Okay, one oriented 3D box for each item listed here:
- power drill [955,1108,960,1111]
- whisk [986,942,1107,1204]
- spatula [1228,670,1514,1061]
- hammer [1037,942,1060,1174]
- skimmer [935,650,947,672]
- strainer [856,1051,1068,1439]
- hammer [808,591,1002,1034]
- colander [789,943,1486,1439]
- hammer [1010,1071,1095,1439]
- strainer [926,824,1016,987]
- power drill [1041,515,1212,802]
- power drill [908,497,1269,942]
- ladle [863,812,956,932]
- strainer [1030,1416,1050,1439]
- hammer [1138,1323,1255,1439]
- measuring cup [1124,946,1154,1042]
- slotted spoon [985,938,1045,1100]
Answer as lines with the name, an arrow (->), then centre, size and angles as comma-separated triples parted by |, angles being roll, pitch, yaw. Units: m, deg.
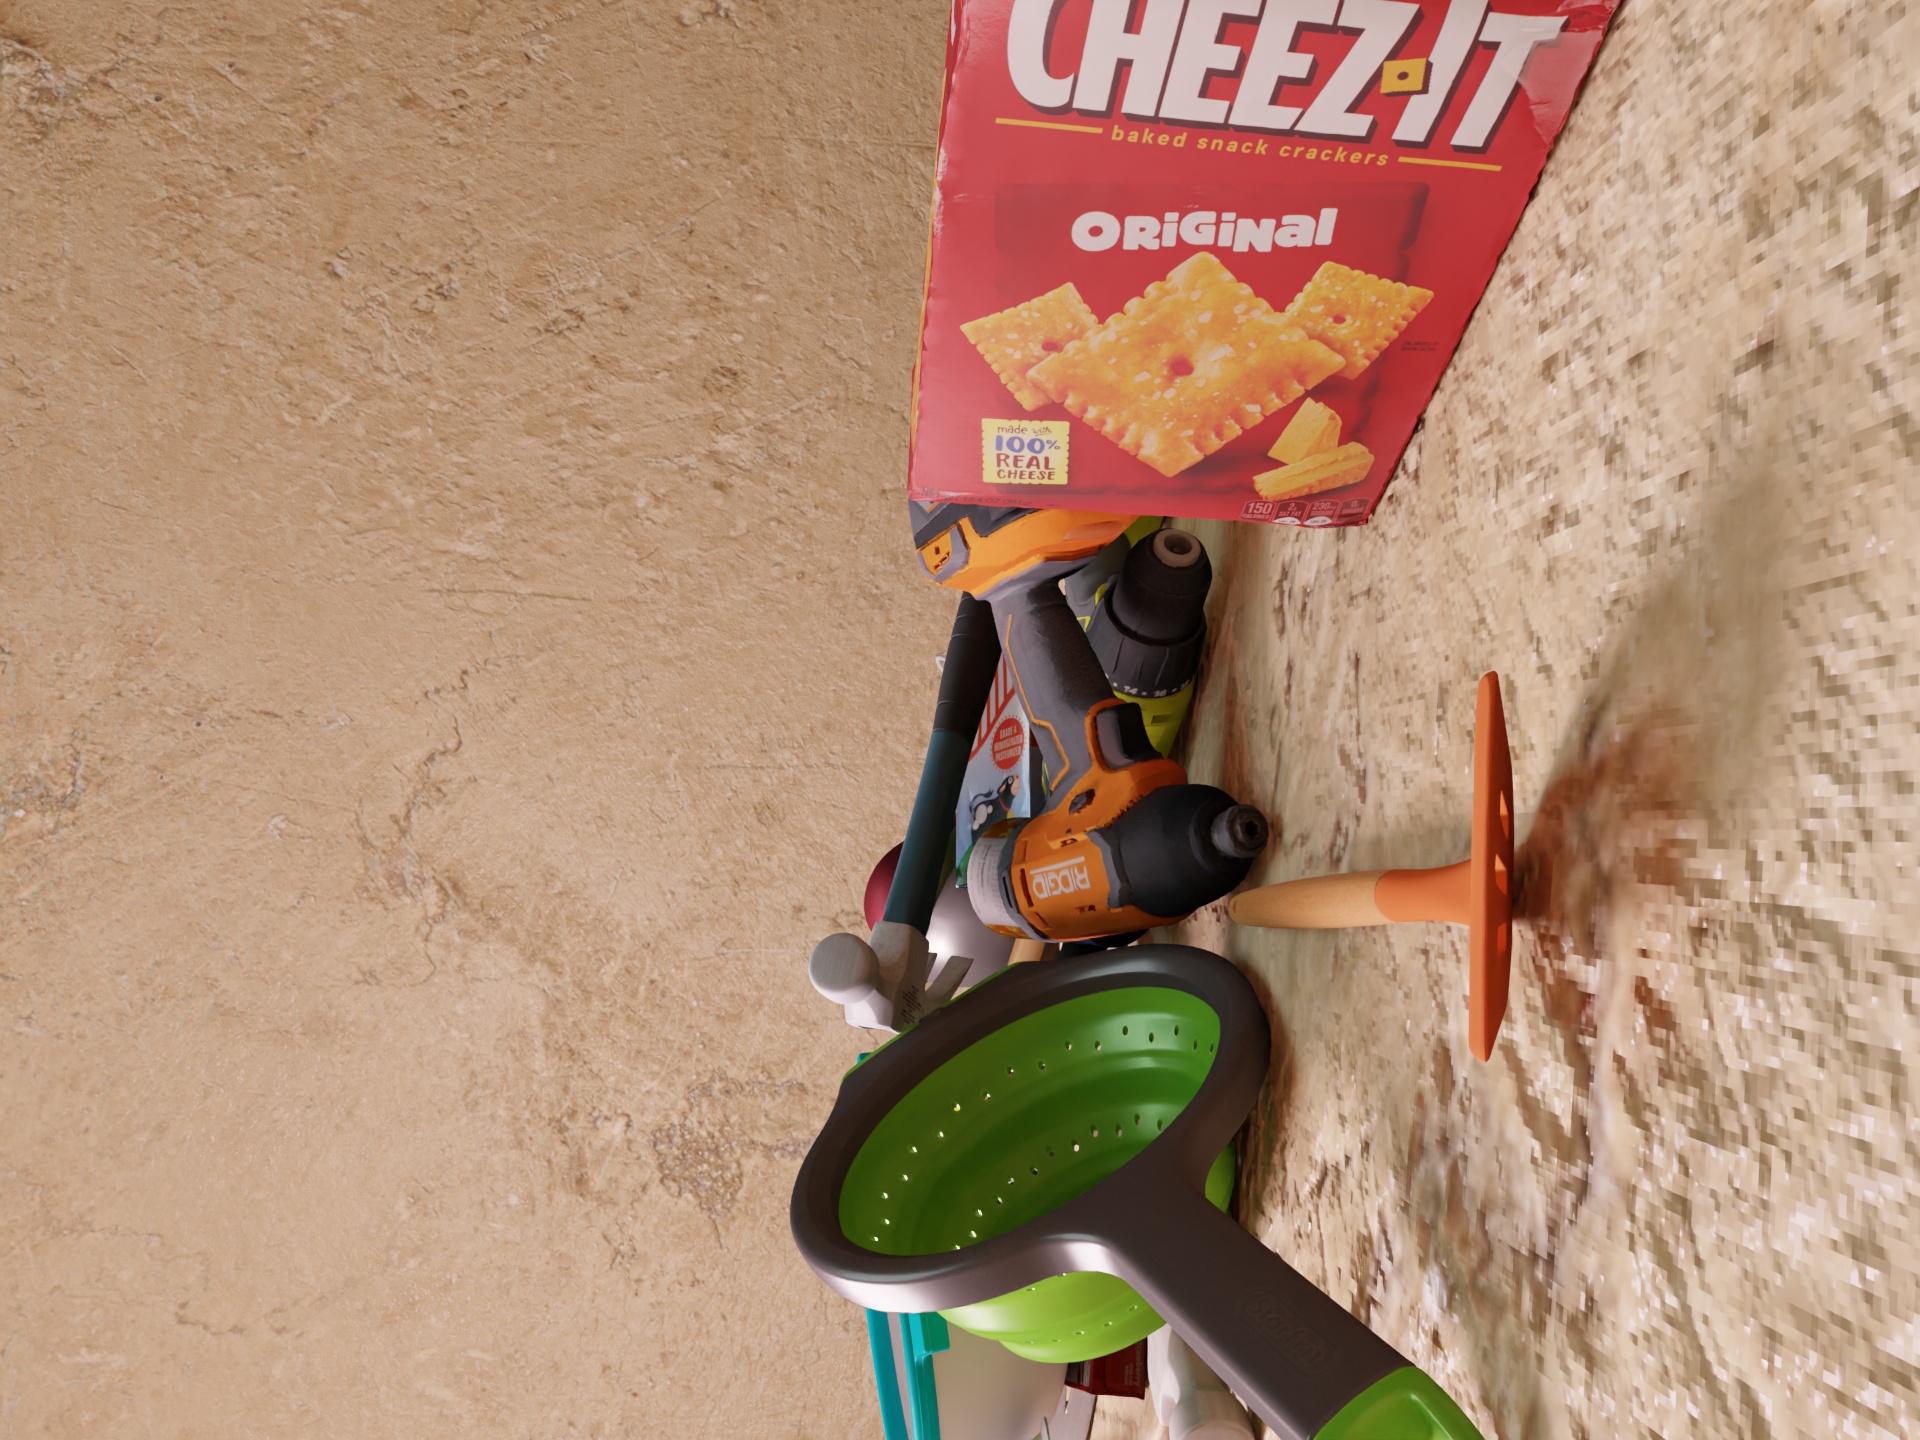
power drill -> 0.016, 0.375, 1.263 | 0.223, 0.080, 0.171 | -94, 9, -45
whisk -> 0.053, 0.153, 0.827 | 0.057, 0.059, 0.246 | 62, -149, -27
spatula -> 0.115, 0.052, 0.477 | 0.322, 0.041, 0.081 | 114, 161, -81
hammer -> 0.055, 0.202, 1.057 | 0.411, 0.038, 0.146 | -84, 19, -59
skimmer -> 0.028, 0.088, 1.362 | 0.127, 0.090, 0.364 | 52, -151, -46
strainer -> 0.006, 0.351, 0.844 | 0.211, 0.095, 0.340 | -114, 19, -59
hammer -> -0.001, -0.003, 0.804 | 0.128, 0.033, 0.331 | 57, -137, -59
colander -> 0.068, 0.193, 0.562 | 0.094, 0.204, 0.397 | 62, 166, -14
hammer -> 0.049, 0.345, 1.060 | 0.359, 0.036, 0.149 | -93, 10, -65
strainer -> 0.041, 0.078, 1.069 | 0.256, 0.069, 0.151 | -68, -16, 16
power drill -> 0.086, -0.082, 0.859 | 0.190, 0.080, 0.229 | 103, 170, -49
power drill -> 0.059, -0.019, 0.704 | 0.164, 0.084, 0.226 | -24, 79, 60
ladle -> 0.011, 0.063, 1.123 | 0.315, 0.031, 0.069 | -38, -27, -55
strainer -> 0.044, 0.384, 0.776 | 0.258, 0.050, 0.087 | 66, -164, -68
hammer -> 0.073, 0.379, 0.684 | 0.130, 0.031, 0.331 | -95, 11, -69
measuring cup -> 0.095, 0.134, 0.841 | 0.156, 0.029, 0.062 | -60, -23, -70
slotted spoon -> 0.052, 0.115, 1.016 | 0.070, 0.031, 0.314 | -156, 83, -77
